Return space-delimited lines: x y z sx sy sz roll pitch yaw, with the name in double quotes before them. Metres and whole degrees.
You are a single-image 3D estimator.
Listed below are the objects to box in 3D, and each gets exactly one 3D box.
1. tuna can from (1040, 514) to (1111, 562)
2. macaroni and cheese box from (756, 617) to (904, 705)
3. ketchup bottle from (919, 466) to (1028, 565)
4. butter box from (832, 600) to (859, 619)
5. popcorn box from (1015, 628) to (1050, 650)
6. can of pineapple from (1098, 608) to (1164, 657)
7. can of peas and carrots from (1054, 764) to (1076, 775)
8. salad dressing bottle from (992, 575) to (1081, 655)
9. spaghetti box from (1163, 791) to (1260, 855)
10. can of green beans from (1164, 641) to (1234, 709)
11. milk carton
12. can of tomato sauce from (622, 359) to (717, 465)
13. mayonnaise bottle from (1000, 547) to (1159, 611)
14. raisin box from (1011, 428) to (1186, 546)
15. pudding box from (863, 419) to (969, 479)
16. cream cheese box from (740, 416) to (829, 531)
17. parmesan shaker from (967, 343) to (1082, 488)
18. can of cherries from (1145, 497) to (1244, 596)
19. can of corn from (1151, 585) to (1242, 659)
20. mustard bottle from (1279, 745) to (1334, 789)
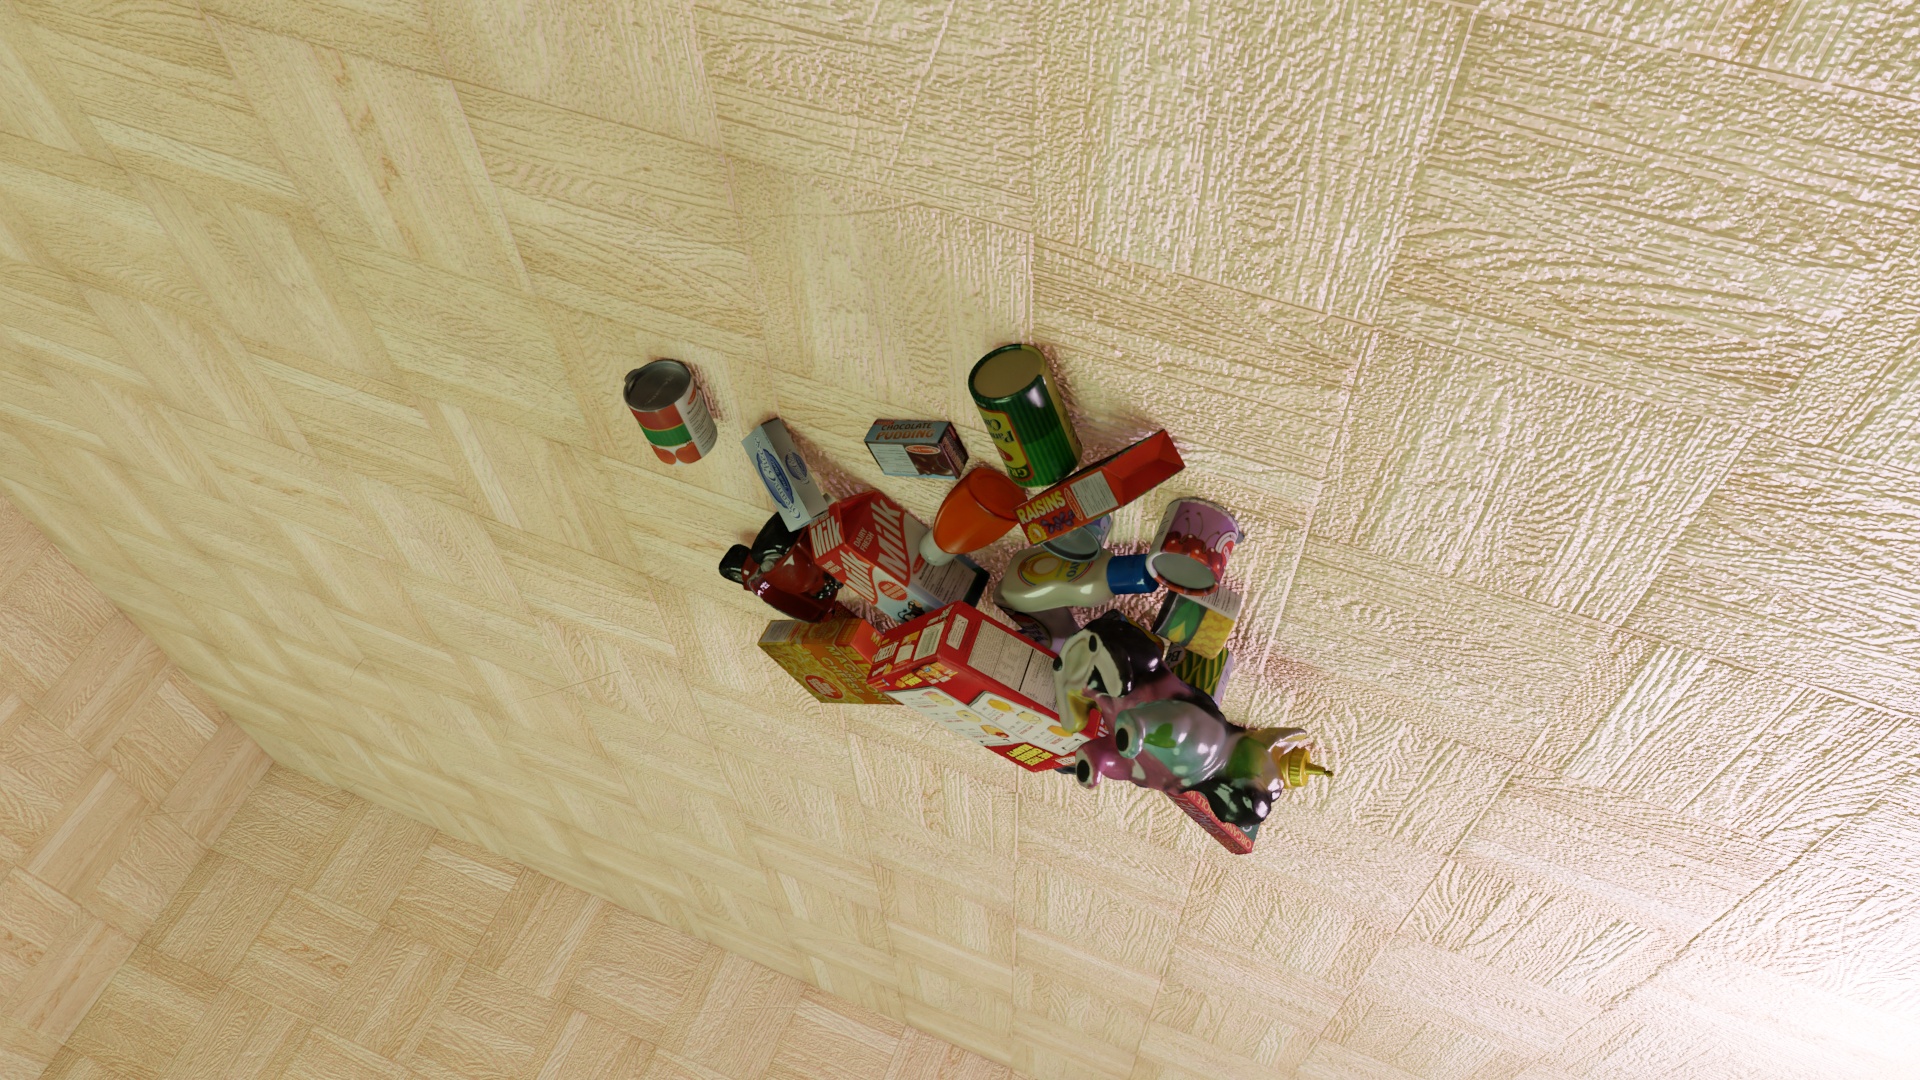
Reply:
"tuna can" 0.099 -0.014 1.252 0.071 0.033 0.070 19 148 12
"macaroni and cheese box" -0.137 0.140 1.604 0.166 0.040 0.123 -5 138 44
"ketchup bottle" 0.005 -0.016 1.308 0.065 0.044 0.148 33 149 -10
"butter box" -0.125 0.112 1.619 0.103 0.024 0.053 41 147 -24
"popcorn box" 0.077 0.136 1.491 0.085 0.038 0.126 38 147 -20
"can of pineapple" 0.158 0.110 1.361 0.058 0.071 0.070 33 148 -14
"can of peas and carrots" 0.125 0.224 1.569 0.071 0.059 0.070 19 149 12
"salad dressing bottle" 0.095 0.088 1.399 0.147 0.044 0.064 43 160 -28
"spaghetti box" 0.252 0.268 1.550 0.249 0.050 0.028 43 147 -26
"can of green beans" 0.228 0.133 1.354 0.071 0.058 0.071 19 148 12
"milk carton" -0.073 0.017 1.387 0.190 0.074 0.072 37 148 -17
"can of tomato sauce" -0.280 -0.122 1.336 0.071 0.071 0.082 12 147 22
"mayonnaise bottle" 0.112 0.034 1.290 0.148 0.065 0.041 -5 135 35
"raisin box" 0.113 -0.042 1.144 0.123 0.086 0.040 -25 95 53
"pudding box" -0.039 -0.082 1.255 0.083 0.030 0.049 5 142 32
"cream cheese box" -0.170 -0.063 1.344 0.053 0.024 0.104 -29 90 56
"parmesan shaker" 0.052 -0.102 1.125 0.071 0.071 0.102 6 143 31
"can of cherries" 0.200 0.007 1.183 0.071 0.059 0.071 19 149 12
"can of corn" 0.214 0.069 1.258 0.058 0.071 0.070 25 149 1
"mustard bottle" 0.312 0.230 1.449 0.160 0.049 0.065 6 143 30
